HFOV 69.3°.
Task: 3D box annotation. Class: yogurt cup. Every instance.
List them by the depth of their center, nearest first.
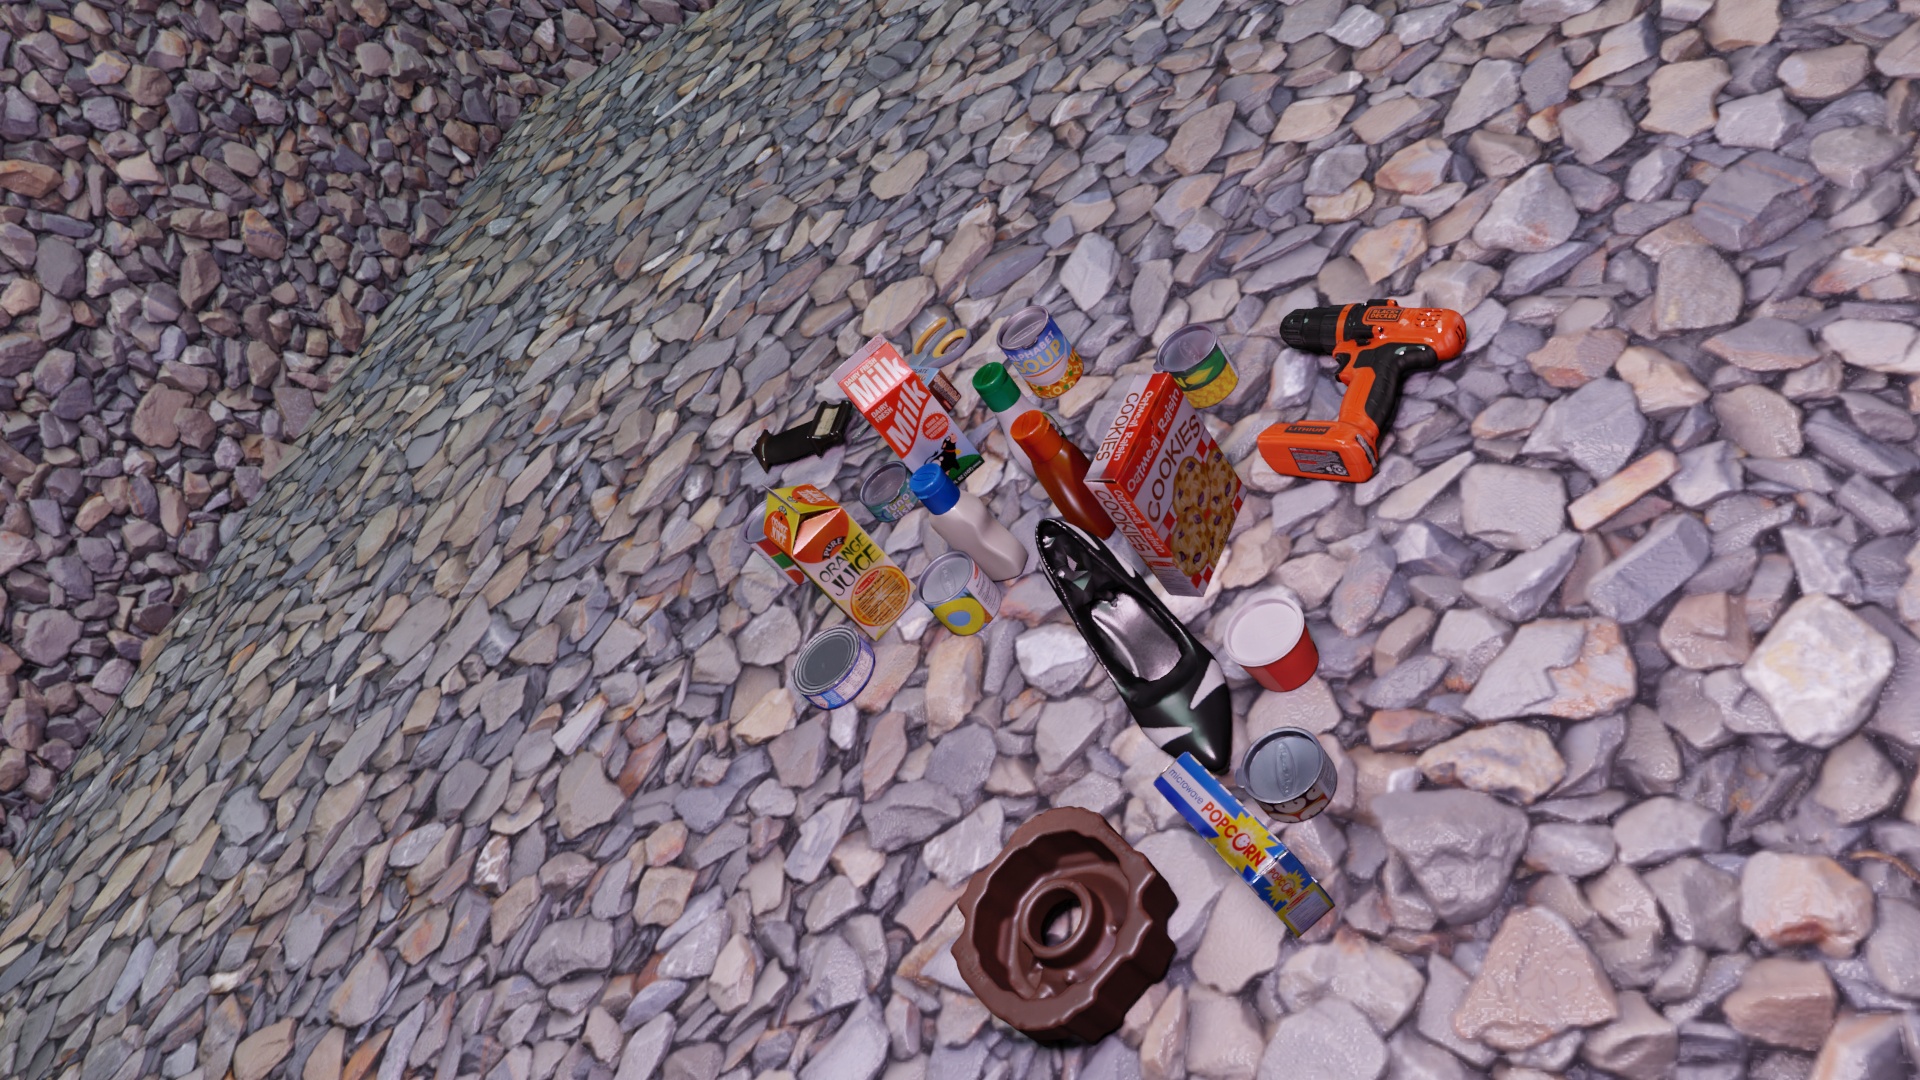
[{"bbox_3d":[0.254,0.086,1.122,0.072,0.053,0.073,-24,40,22],"label":"yogurt cup"}]

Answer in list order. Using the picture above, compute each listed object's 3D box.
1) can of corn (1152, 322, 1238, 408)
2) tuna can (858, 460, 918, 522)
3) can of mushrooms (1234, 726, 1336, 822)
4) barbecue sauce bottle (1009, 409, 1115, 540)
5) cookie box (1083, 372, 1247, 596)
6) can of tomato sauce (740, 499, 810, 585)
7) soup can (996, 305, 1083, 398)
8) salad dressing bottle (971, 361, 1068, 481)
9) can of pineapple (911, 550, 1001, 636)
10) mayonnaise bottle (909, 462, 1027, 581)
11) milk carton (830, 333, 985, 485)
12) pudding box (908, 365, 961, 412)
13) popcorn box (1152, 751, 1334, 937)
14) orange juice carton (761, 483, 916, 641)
[{"bbox_3d":[0.237,-0.174,1.397,0.071,0.058,0.071,-24,40,22],"label":"can of corn"},{"bbox_3d":[-0.078,-0.054,1.573,0.071,0.032,0.071,-24,40,22],"label":"tuna can"},{"bbox_3d":[0.246,0.178,1.052,0.071,0.033,0.071,-24,40,22],"label":"can of mushrooms"},{"bbox_3d":[0.100,-0.064,1.330,0.043,0.148,0.065,-14,44,31],"label":"barbecue sauce bottle"},{"bbox_3d":[0.185,-0.048,1.224,0.040,0.167,0.123,1,54,42],"label":"cookie box"},{"bbox_3d":[-0.196,0.000,1.580,0.071,0.083,0.071,-24,40,22],"label":"can of tomato sauce"},{"bbox_3d":[0.089,-0.206,1.538,0.071,0.083,0.072,-24,40,22],"label":"soup can"},{"bbox_3d":[0.064,-0.120,1.419,0.044,0.147,0.064,-6,49,38],"label":"salad dressing bottle"},{"bbox_3d":[-0.003,0.053,1.377,0.071,0.057,0.071,-24,40,22],"label":"can of pineapple"},{"bbox_3d":[0.005,-0.017,1.366,0.064,0.147,0.041,-5,49,38],"label":"mayonnaise bottle"},{"bbox_3d":[-0.061,-0.138,1.512,0.072,0.190,0.074,-41,37,0],"label":"milk carton"},{"bbox_3d":[-0.045,-0.183,1.660,0.084,0.049,0.030,15,64,48],"label":"pudding box"},{"bbox_3d":[0.203,0.218,1.006,0.038,0.085,0.127,-43,37,-2],"label":"popcorn box"},{"bbox_3d":[-0.131,0.012,1.419,0.073,0.192,0.072,-46,37,-7],"label":"orange juice carton"}]
